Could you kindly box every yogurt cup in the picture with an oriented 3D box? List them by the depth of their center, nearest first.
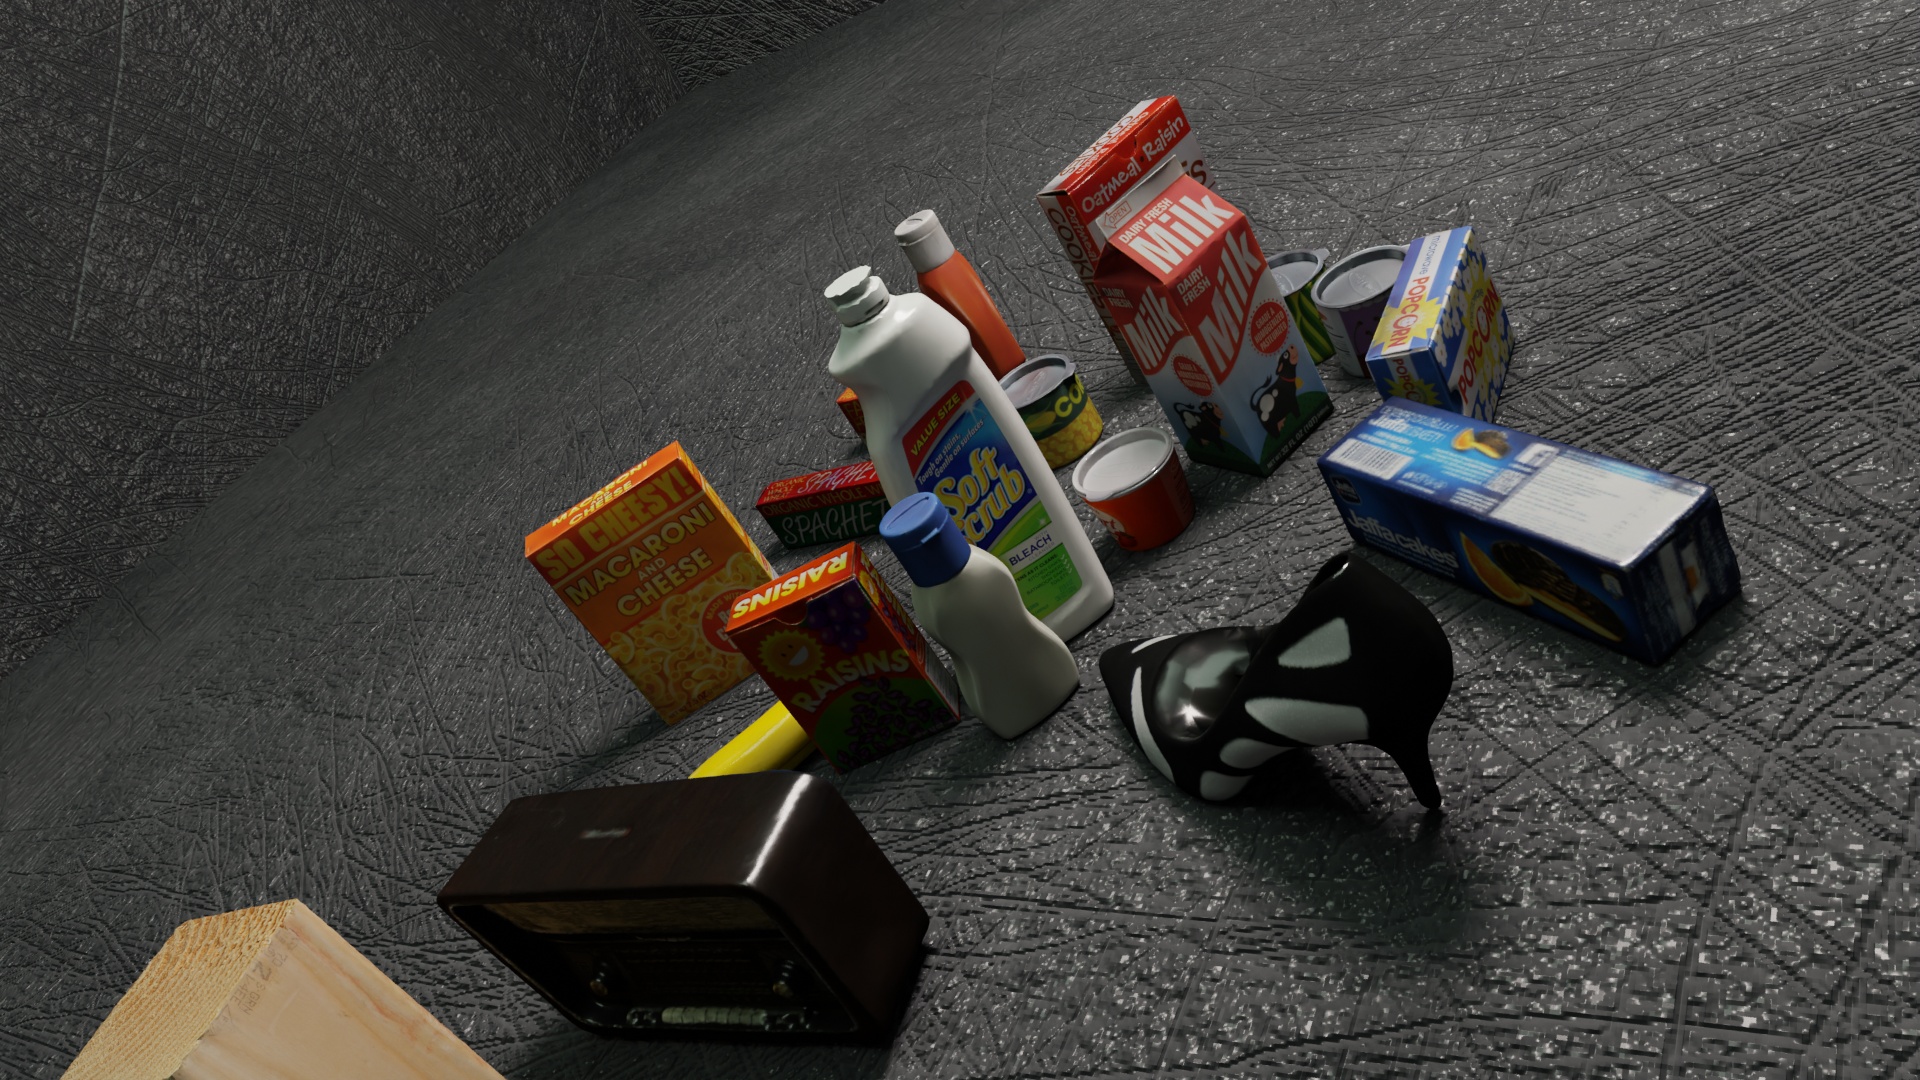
[{"bbox_3d":[0.111,-0.031,0.868,0.072,0.053,0.073,-25,29,15],"label":"yogurt cup"}]

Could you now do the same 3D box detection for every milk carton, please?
[{"bbox_3d":[0.148,-0.136,0.852,0.072,0.190,0.073,-42,30,-17],"label":"milk carton"}]

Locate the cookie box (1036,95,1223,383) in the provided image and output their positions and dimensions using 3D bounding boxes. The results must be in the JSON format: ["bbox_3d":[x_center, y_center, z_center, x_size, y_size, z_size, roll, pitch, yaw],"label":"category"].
[{"bbox_3d":[0.142,-0.217,1.008,0.123,0.167,0.040,-45,30,-22],"label":"cookie box"}]

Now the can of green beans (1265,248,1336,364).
[{"bbox_3d":[0.225,-0.156,0.946,0.071,0.057,0.071,-25,29,15],"label":"can of green beans"}]

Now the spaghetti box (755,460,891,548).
[{"bbox_3d":[-0.050,-0.035,1.040,0.249,0.050,0.029,-10,36,36],"label":"spaghetti box"}]

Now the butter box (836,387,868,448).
[{"bbox_3d":[-0.049,-0.110,1.153,0.103,0.053,0.024,-8,37,38],"label":"butter box"}]

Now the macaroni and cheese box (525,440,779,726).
[{"bbox_3d":[-0.200,0.032,0.964,0.124,0.166,0.040,-33,28,-1],"label":"macaroni and cheese box"}]

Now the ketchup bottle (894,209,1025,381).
[{"bbox_3d":[-0.003,-0.200,1.147,0.044,0.148,0.065,-42,29,-16],"label":"ketchup bottle"}]

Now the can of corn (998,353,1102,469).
[{"bbox_3d":[0.065,-0.093,1.007,0.071,0.058,0.071,-25,29,15],"label":"can of corn"}]

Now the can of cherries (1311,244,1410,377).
[{"bbox_3d":[0.269,-0.147,0.888,0.071,0.058,0.072,-25,29,15],"label":"can of cherries"}]

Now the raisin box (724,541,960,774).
[{"bbox_3d":[-0.067,0.071,0.815,0.086,0.123,0.040,-25,29,15],"label":"raisin box"}]

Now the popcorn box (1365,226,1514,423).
[{"bbox_3d":[0.276,-0.109,0.793,0.038,0.085,0.127,-8,37,38],"label":"popcorn box"}]

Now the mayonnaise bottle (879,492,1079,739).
[{"bbox_3d":[0.008,0.039,0.763,0.065,0.147,0.041,-38,29,-9],"label":"mayonnaise bottle"}]
